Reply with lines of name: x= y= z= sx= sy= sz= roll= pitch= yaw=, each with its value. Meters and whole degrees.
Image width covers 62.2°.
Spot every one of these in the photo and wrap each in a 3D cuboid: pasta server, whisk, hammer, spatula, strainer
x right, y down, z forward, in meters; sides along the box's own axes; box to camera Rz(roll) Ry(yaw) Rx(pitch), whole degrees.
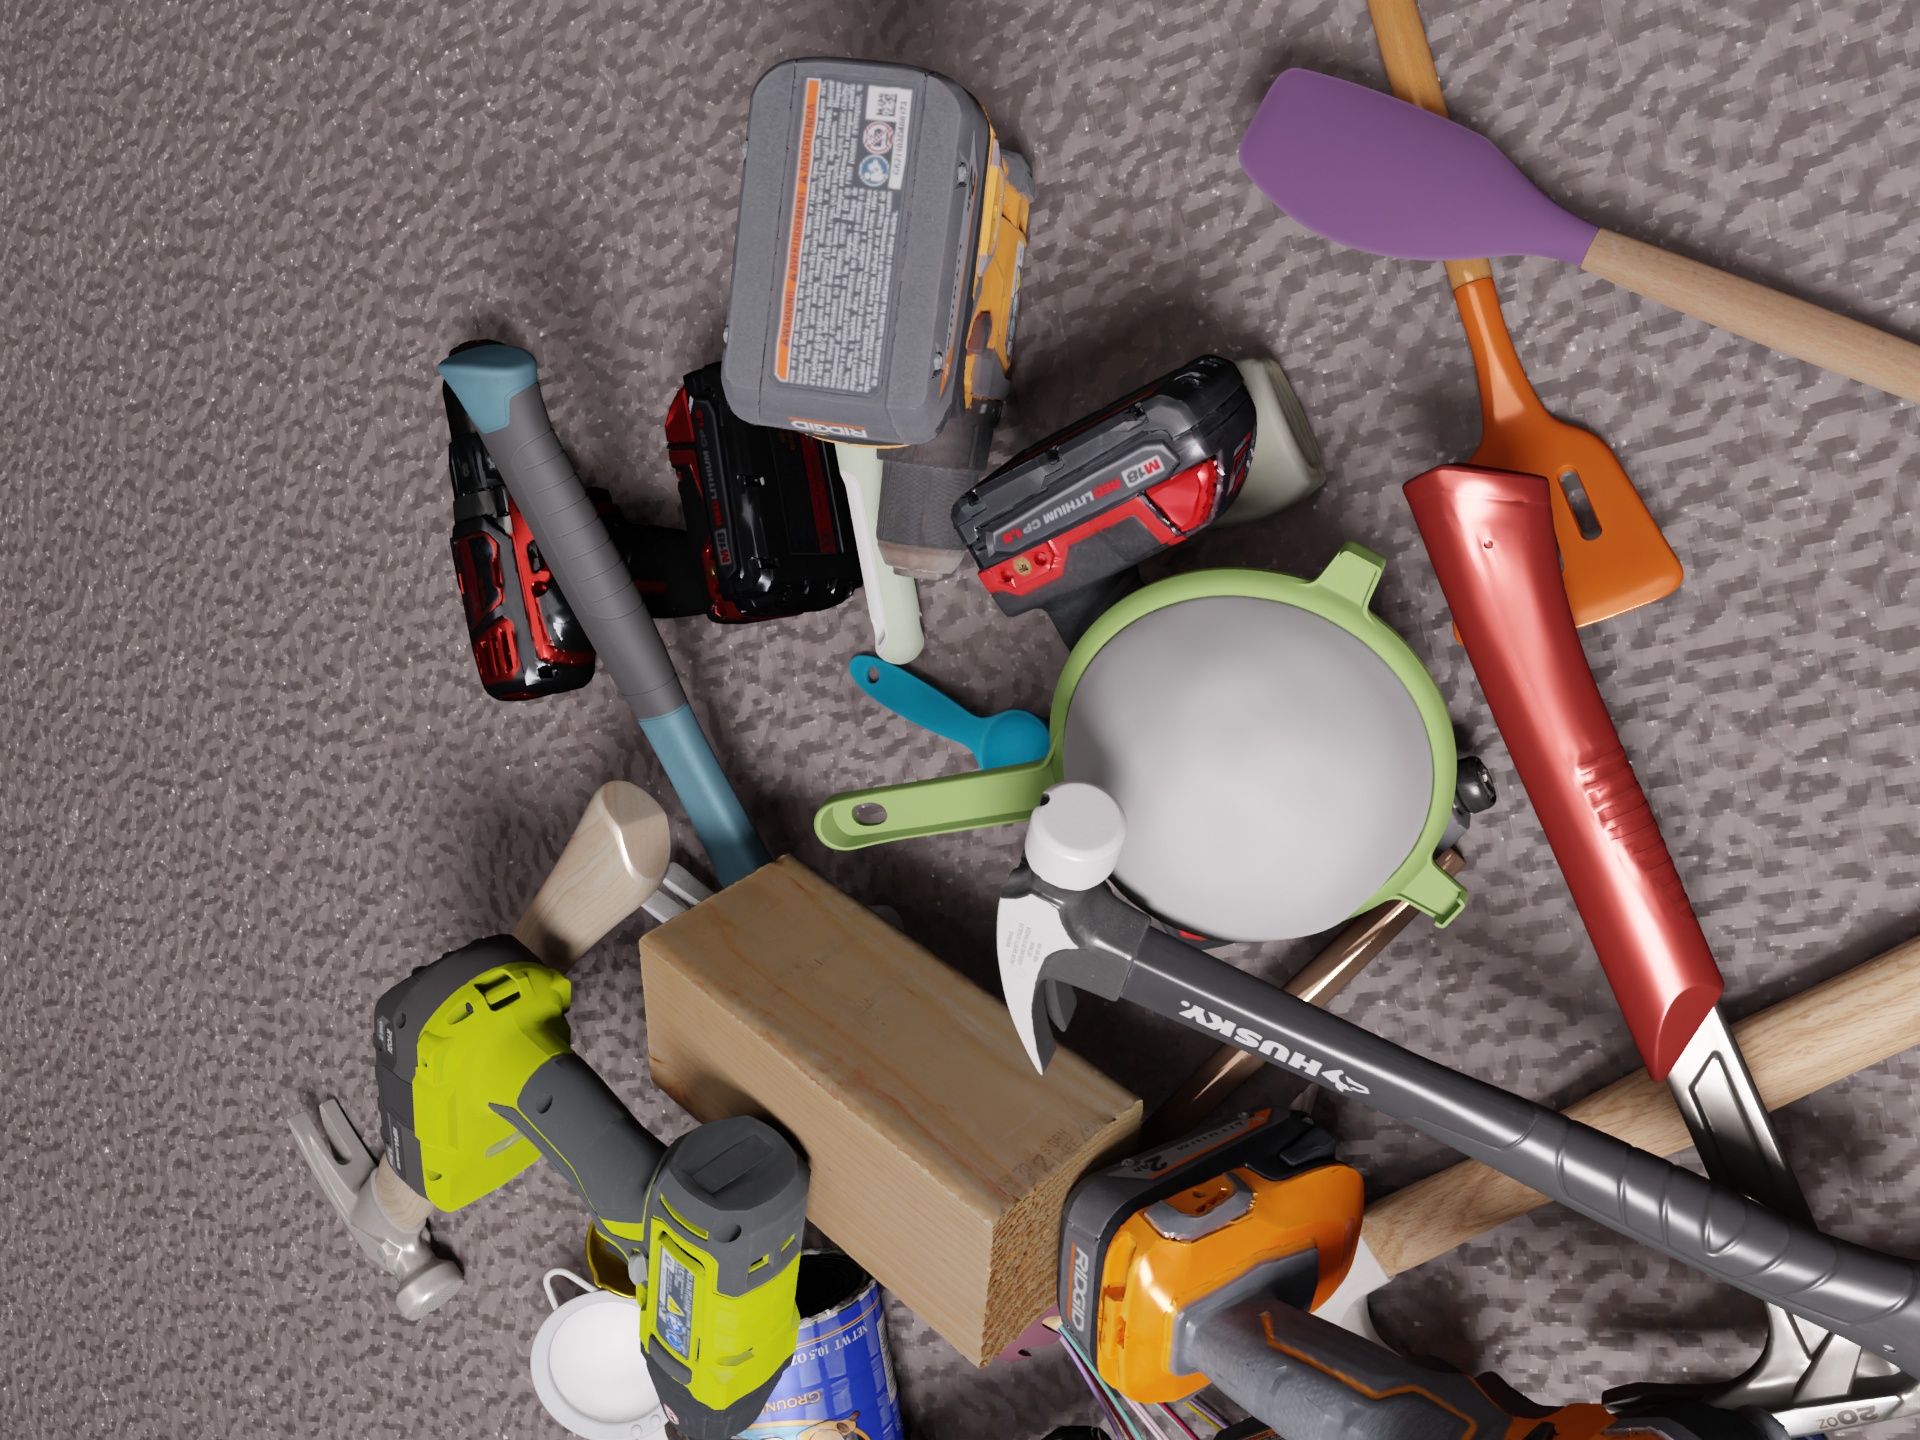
pasta server: x=0.098 y=0.166 z=0.679 sx=0.316 sy=0.040 sz=0.060 roll=-48 pitch=64 yaw=14
whisk: x=0.059 y=0.294 z=0.725 sx=0.245 sy=0.051 sz=0.047 roll=45 pitch=120 yaw=21
hammer: x=-0.260 y=0.167 z=0.852 sx=0.146 sy=0.038 sz=0.410 roll=49 pitch=126 yaw=17
hammer: x=-0.143 y=-0.018 z=0.733 sx=0.128 sy=0.033 sz=0.330 roll=-9 pitch=116 yaw=33
spatula: x=0.245 y=-0.155 z=0.558 sx=0.316 sy=0.018 sz=0.060 roll=27 pitch=87 yaw=15
spatula: x=0.186 y=-0.189 z=0.598 sx=0.081 sy=0.041 sz=0.322 roll=-17 pitch=86 yaw=24
strainer: x=-0.156 y=0.405 z=0.859 sx=0.087 sy=0.050 sz=0.258 roll=-27 pitch=88 yaw=5
hammer: x=0.166 y=0.135 z=0.543 sx=0.335 sy=0.035 sz=0.146 roll=24 pitch=144 yaw=11
whisk: x=-0.050 y=-0.147 z=0.733 sx=0.058 sy=0.059 sz=0.246 roll=-177 pitch=76 yaw=-68
strainer: x=0.049 y=0.034 z=0.588 sx=0.256 sy=0.069 sz=0.151 roll=-10 pitch=112 yaw=25
hammer: x=0.233 y=0.079 z=0.562 sx=0.149 sy=0.036 sz=0.359 roll=-24 pitch=89 yaw=27
hammer: x=0.252 y=0.152 z=0.606 sx=0.331 sy=0.031 sz=0.130 roll=-37 pitch=78 yaw=27

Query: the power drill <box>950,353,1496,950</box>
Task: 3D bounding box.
power drill: x=0.104 y=-0.021 z=0.621 sx=0.143 sy=0.078 sz=0.219 roll=-23 pitch=103 yaw=30

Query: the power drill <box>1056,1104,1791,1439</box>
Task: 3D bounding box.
power drill: x=0.157 y=0.227 z=0.549 sx=0.227 sy=0.164 sz=0.084 roll=30 pitch=124 yaw=51

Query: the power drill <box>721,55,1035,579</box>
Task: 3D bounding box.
power drill: x=-0.022 y=-0.143 z=0.617 sx=0.084 sy=0.226 sz=0.185 roll=9 pitch=100 yaw=9

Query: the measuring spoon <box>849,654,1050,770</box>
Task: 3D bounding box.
measuring spoon: x=-0.001 y=-0.002 z=0.742 sx=0.129 sy=0.021 sz=0.042 roll=29 pitch=110 yaw=33

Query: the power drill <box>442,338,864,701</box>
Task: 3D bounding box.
power drill: x=-0.169 y=-0.116 z=0.788 sx=0.227 sy=0.080 sz=0.188 roll=-10 pitch=90 yaw=33

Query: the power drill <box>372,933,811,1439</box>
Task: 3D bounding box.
power drill: x=-0.162 y=0.209 z=0.705 sx=0.223 sy=0.080 sz=0.171 roll=30 pitch=126 yaw=31

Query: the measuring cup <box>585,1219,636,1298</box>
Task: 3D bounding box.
measuring cup: x=-0.137 y=0.313 z=0.841 sx=0.156 sy=0.062 sz=0.029 roll=47 pitch=150 yaw=3

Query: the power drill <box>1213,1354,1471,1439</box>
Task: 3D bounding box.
power drill: x=0.182 y=0.385 z=0.620 sx=0.190 sy=0.080 sz=0.228 roll=-30 pitch=92 yaw=19
